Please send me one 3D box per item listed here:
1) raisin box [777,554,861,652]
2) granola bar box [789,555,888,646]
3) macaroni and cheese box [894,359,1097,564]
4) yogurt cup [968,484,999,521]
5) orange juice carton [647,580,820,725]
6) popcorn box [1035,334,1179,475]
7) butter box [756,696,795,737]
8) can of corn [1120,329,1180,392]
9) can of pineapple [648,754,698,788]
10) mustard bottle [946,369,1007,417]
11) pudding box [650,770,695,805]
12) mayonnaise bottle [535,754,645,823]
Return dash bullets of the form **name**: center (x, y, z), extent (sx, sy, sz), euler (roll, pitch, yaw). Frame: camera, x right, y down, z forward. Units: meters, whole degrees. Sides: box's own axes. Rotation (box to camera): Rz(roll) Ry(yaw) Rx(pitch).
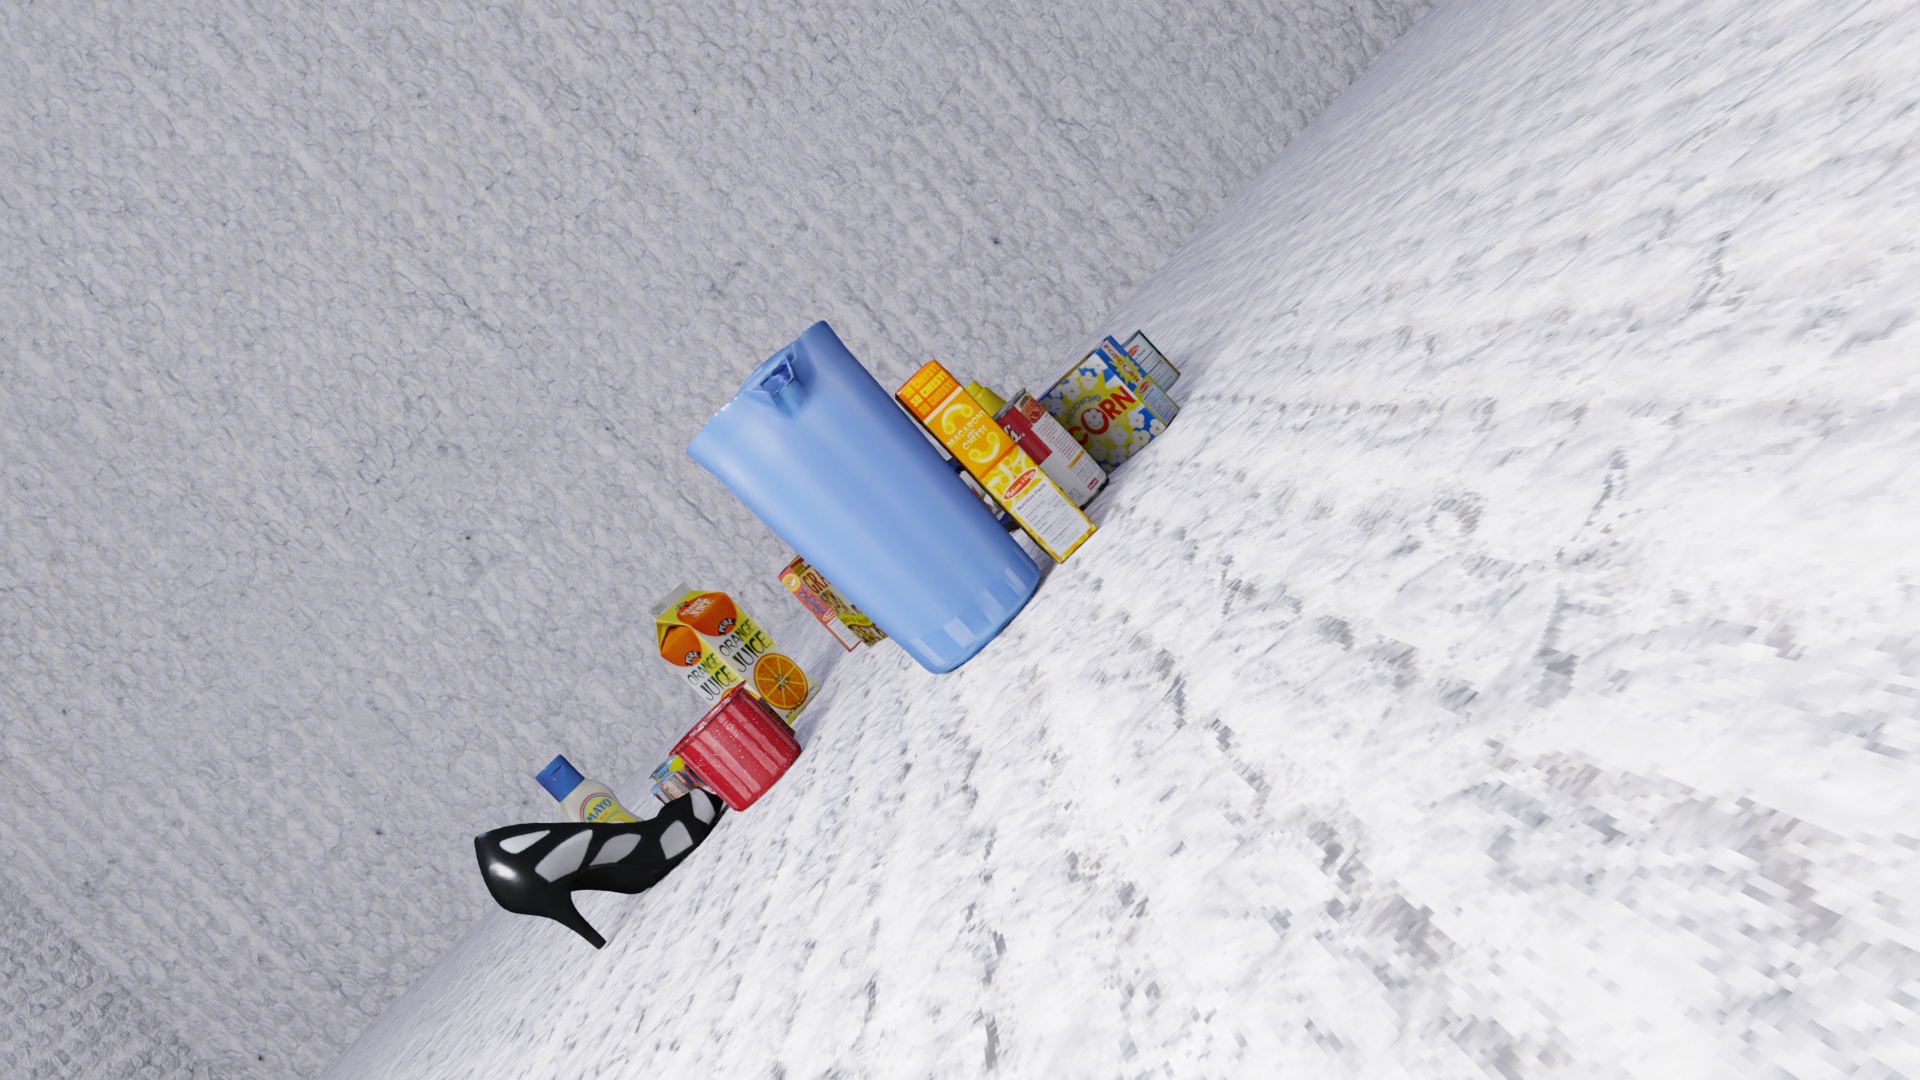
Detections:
- **raisin box**: center (-0.158, 0.070, 1.644), extent (0.040, 0.123, 0.086), euler (-44, 5, 3)
- **granola bar box**: center (-0.103, 0.042, 1.427), extent (0.039, 0.124, 0.165), euler (-46, 5, -24)
- **macaroni and cheese box**: center (0.023, -0.059, 1.019), extent (0.040, 0.166, 0.124), euler (-44, 5, 1)
- **yogurt cup**: center (0.005, -0.018, 1.475), extent (0.072, 0.054, 0.072), euler (-43, 5, 5)
- **orange juice carton**: center (-0.255, 0.129, 1.520), extent (0.072, 0.192, 0.072), euler (-40, 6, 39)
- **popcorn box**: center (0.105, -0.097, 1.148), extent (0.126, 0.085, 0.038), euler (-40, 6, 40)
- **butter box**: center (-0.188, 0.185, 1.331), extent (0.024, 0.053, 0.103), euler (-44, 5, 3)
- **can of corn**: center (0.166, -0.158, 1.326), extent (0.071, 0.058, 0.071), euler (-43, 5, 5)
- **can of pineapple**: center (-0.318, 0.272, 1.617), extent (0.071, 0.058, 0.071), euler (-43, 5, 5)
- **mustard bottle**: center (0.036, -0.121, 1.473), extent (0.048, 0.160, 0.065), euler (-41, 5, 32)
- **pudding box**: center (-0.312, 0.281, 1.535), extent (0.030, 0.049, 0.083), euler (-46, 5, -21)
- **mayonnaise bottle**: center (-0.383, 0.290, 1.464), extent (0.065, 0.148, 0.041), euler (-47, 5, -32)
